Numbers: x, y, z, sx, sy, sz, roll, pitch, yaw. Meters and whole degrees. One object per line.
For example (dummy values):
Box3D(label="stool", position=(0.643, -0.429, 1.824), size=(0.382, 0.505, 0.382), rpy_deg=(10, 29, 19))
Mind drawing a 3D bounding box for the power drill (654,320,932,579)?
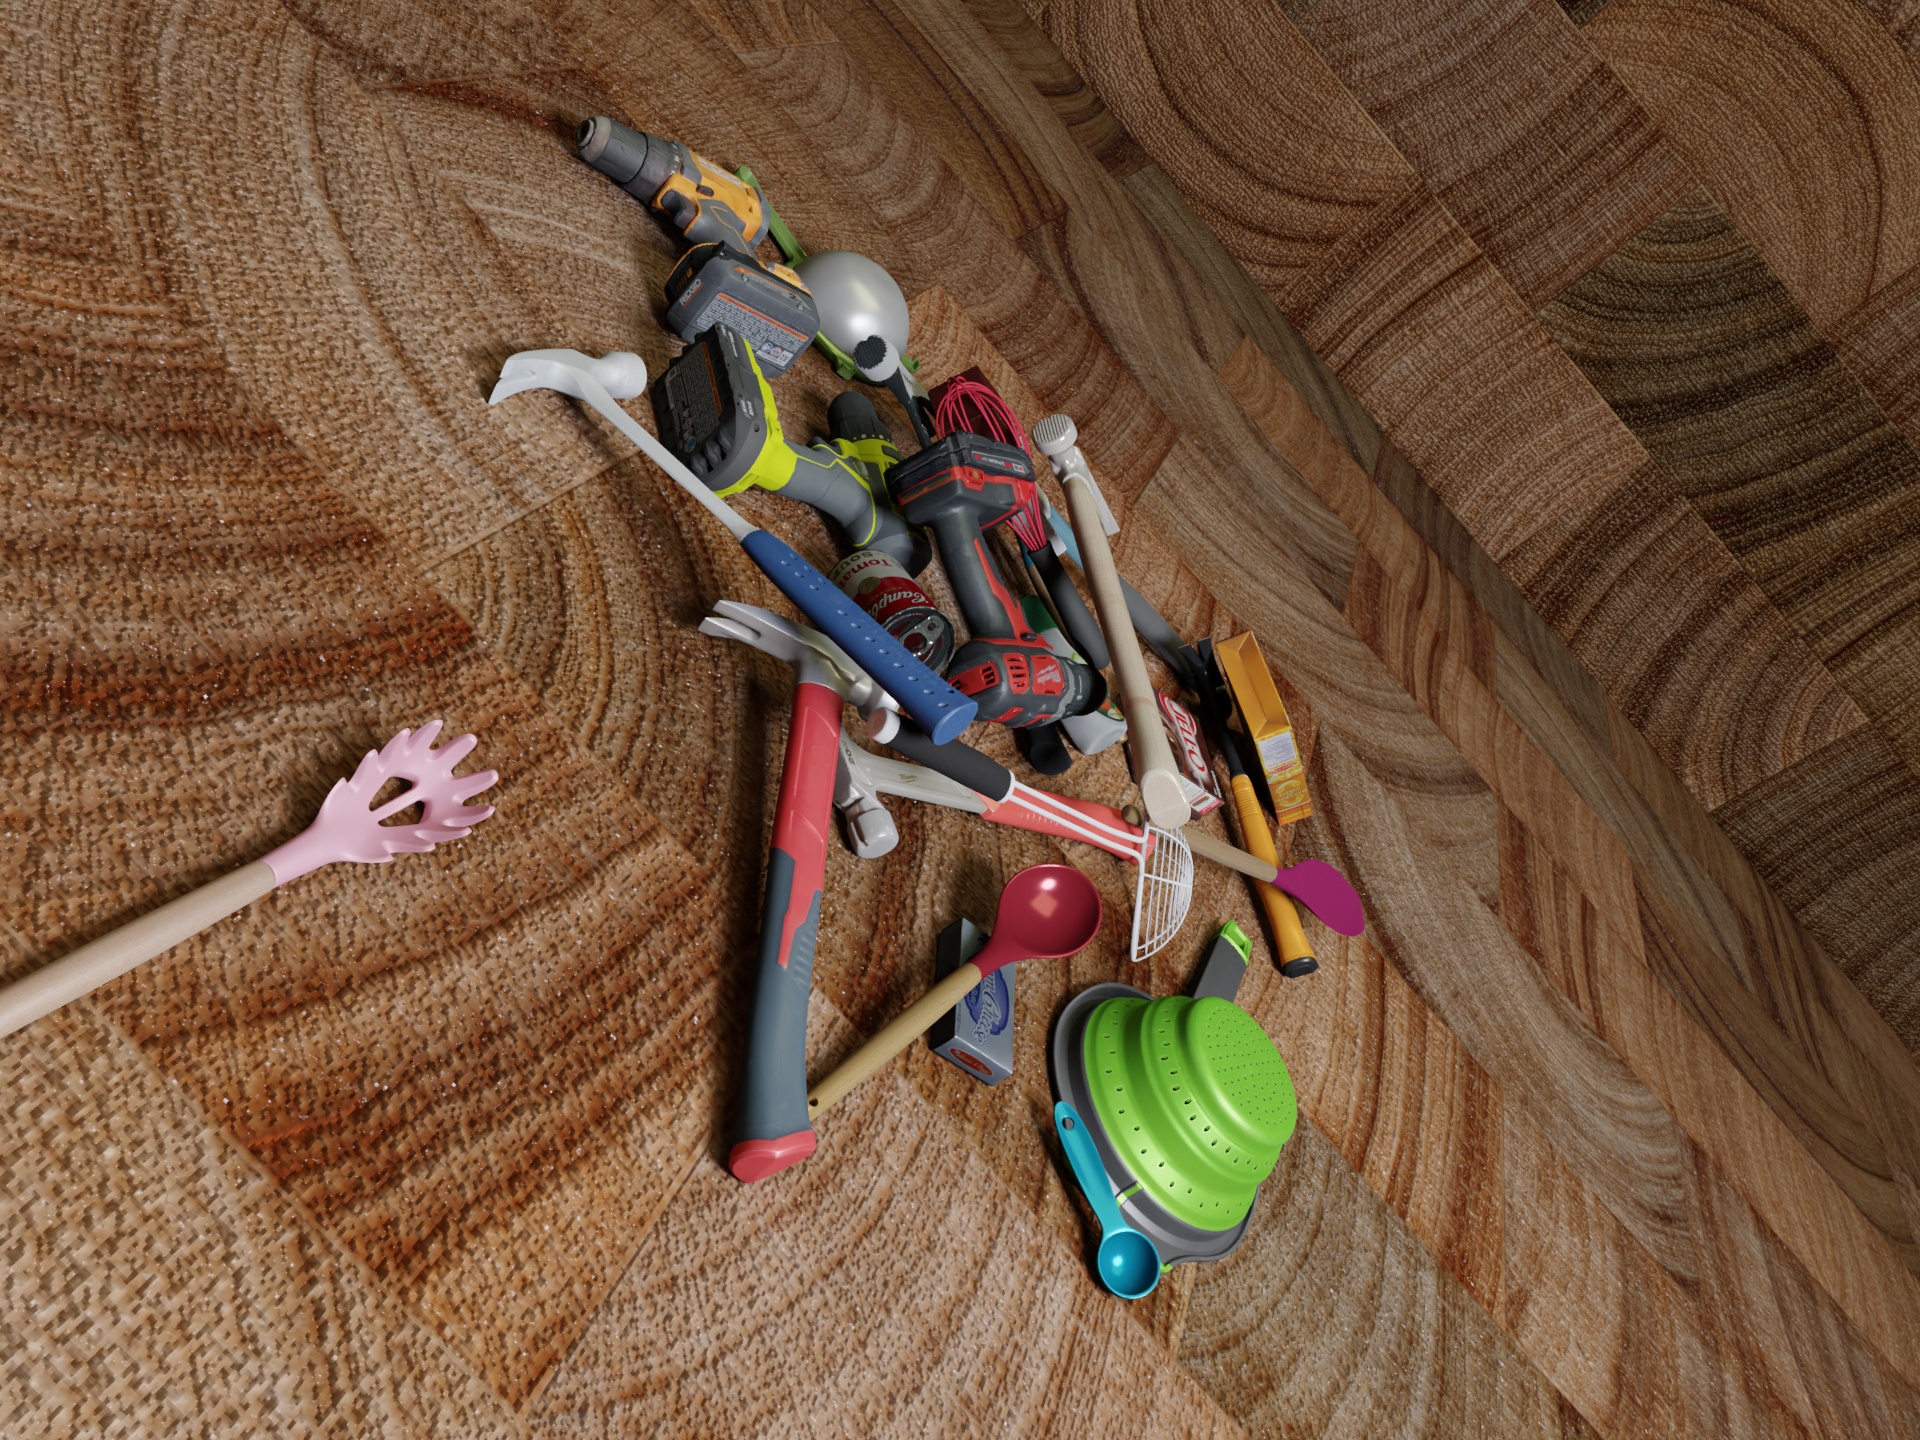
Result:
Box3D(label="power drill", position=(-0.126, -0.219, 1.259), size=(0.228, 0.080, 0.191), rpy_deg=(23, 41, -45))

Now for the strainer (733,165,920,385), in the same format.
Box3D(label="strainer", position=(-0.125, -0.440, 1.517), size=(0.256, 0.069, 0.151), rpy_deg=(55, 29, 4))

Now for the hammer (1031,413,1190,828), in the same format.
Box3D(label="hammer", position=(0.131, -0.075, 1.306), size=(0.146, 0.038, 0.411), rpy_deg=(56, 17, -46))

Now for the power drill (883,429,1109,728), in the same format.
Box3D(label="power drill", position=(0.038, -0.102, 1.259), size=(0.187, 0.080, 0.227), rpy_deg=(2, 69, -56))

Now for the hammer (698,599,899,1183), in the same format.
Box3D(label="hammer", position=(-0.112, 0.086, 0.945), size=(0.143, 0.038, 0.387), rpy_deg=(25, 42, -22))

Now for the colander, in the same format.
Box3D(label="colander", position=(0.193, 0.232, 1.176), size=(0.204, 0.094, 0.397), rpy_deg=(50, 29, -2))

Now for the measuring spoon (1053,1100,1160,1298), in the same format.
Box3D(label="measuring spoon", position=(0.086, 0.305, 1.011), size=(0.042, 0.021, 0.129), rpy_deg=(-13, 65, -24))

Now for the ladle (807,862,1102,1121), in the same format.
Box3D(label="ladle", position=(-0.006, 0.170, 0.993), size=(0.069, 0.031, 0.315), rpy_deg=(42, 37, 14))

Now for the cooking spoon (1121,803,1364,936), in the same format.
Box3D(label="cooking spoon", position=(0.250, 0.125, 1.368), size=(0.318, 0.017, 0.069), rpy_deg=(24, 50, -36))

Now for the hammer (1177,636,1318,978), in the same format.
Box3D(label="hammer", position=(0.269, 0.081, 1.485), size=(0.127, 0.034, 0.337), rpy_deg=(58, 17, -54))

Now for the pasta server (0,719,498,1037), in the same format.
Box3D(label="pasta server", position=(-0.319, 0.075, 0.690), size=(0.060, 0.040, 0.316), rpy_deg=(60, 29, -6))

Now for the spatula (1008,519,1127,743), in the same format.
Box3D(label="spatula", position=(0.072, -0.115, 1.477), size=(0.082, 0.044, 0.318), rpy_deg=(-7, 67, -55))

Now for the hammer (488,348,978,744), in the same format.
Box3D(label="hammer", position=(-0.148, -0.125, 1.055), size=(0.406, 0.035, 0.144), rpy_deg=(42, 27, 19))

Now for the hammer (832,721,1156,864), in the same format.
Box3D(label="hammer", position=(0.030, 0.054, 1.208), size=(0.358, 0.036, 0.149), rpy_deg=(15, 45, -46))

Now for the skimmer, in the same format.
Box3D(label="skimmer", position=(0.051, 0.073, 1.142), size=(0.363, 0.090, 0.127), rpy_deg=(28, 61, -39))

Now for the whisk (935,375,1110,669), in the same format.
Box3D(label="whisk", position=(0.059, -0.167, 1.387), size=(0.295, 0.073, 0.073), rpy_deg=(60, 25, -20))

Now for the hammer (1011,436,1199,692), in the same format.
Box3D(label="hammer", position=(0.147, -0.133, 1.542), size=(0.330, 0.033, 0.128), rpy_deg=(41, 30, -34))

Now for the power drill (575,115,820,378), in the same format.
Box3D(label="power drill", position=(-0.223, -0.408, 1.335), size=(0.185, 0.084, 0.226), rpy_deg=(18, 39, -44))

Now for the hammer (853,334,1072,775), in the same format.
Box3D(label="hammer", position=(0.011, -0.138, 1.373), size=(0.149, 0.036, 0.409), rpy_deg=(30, 36, -65))
